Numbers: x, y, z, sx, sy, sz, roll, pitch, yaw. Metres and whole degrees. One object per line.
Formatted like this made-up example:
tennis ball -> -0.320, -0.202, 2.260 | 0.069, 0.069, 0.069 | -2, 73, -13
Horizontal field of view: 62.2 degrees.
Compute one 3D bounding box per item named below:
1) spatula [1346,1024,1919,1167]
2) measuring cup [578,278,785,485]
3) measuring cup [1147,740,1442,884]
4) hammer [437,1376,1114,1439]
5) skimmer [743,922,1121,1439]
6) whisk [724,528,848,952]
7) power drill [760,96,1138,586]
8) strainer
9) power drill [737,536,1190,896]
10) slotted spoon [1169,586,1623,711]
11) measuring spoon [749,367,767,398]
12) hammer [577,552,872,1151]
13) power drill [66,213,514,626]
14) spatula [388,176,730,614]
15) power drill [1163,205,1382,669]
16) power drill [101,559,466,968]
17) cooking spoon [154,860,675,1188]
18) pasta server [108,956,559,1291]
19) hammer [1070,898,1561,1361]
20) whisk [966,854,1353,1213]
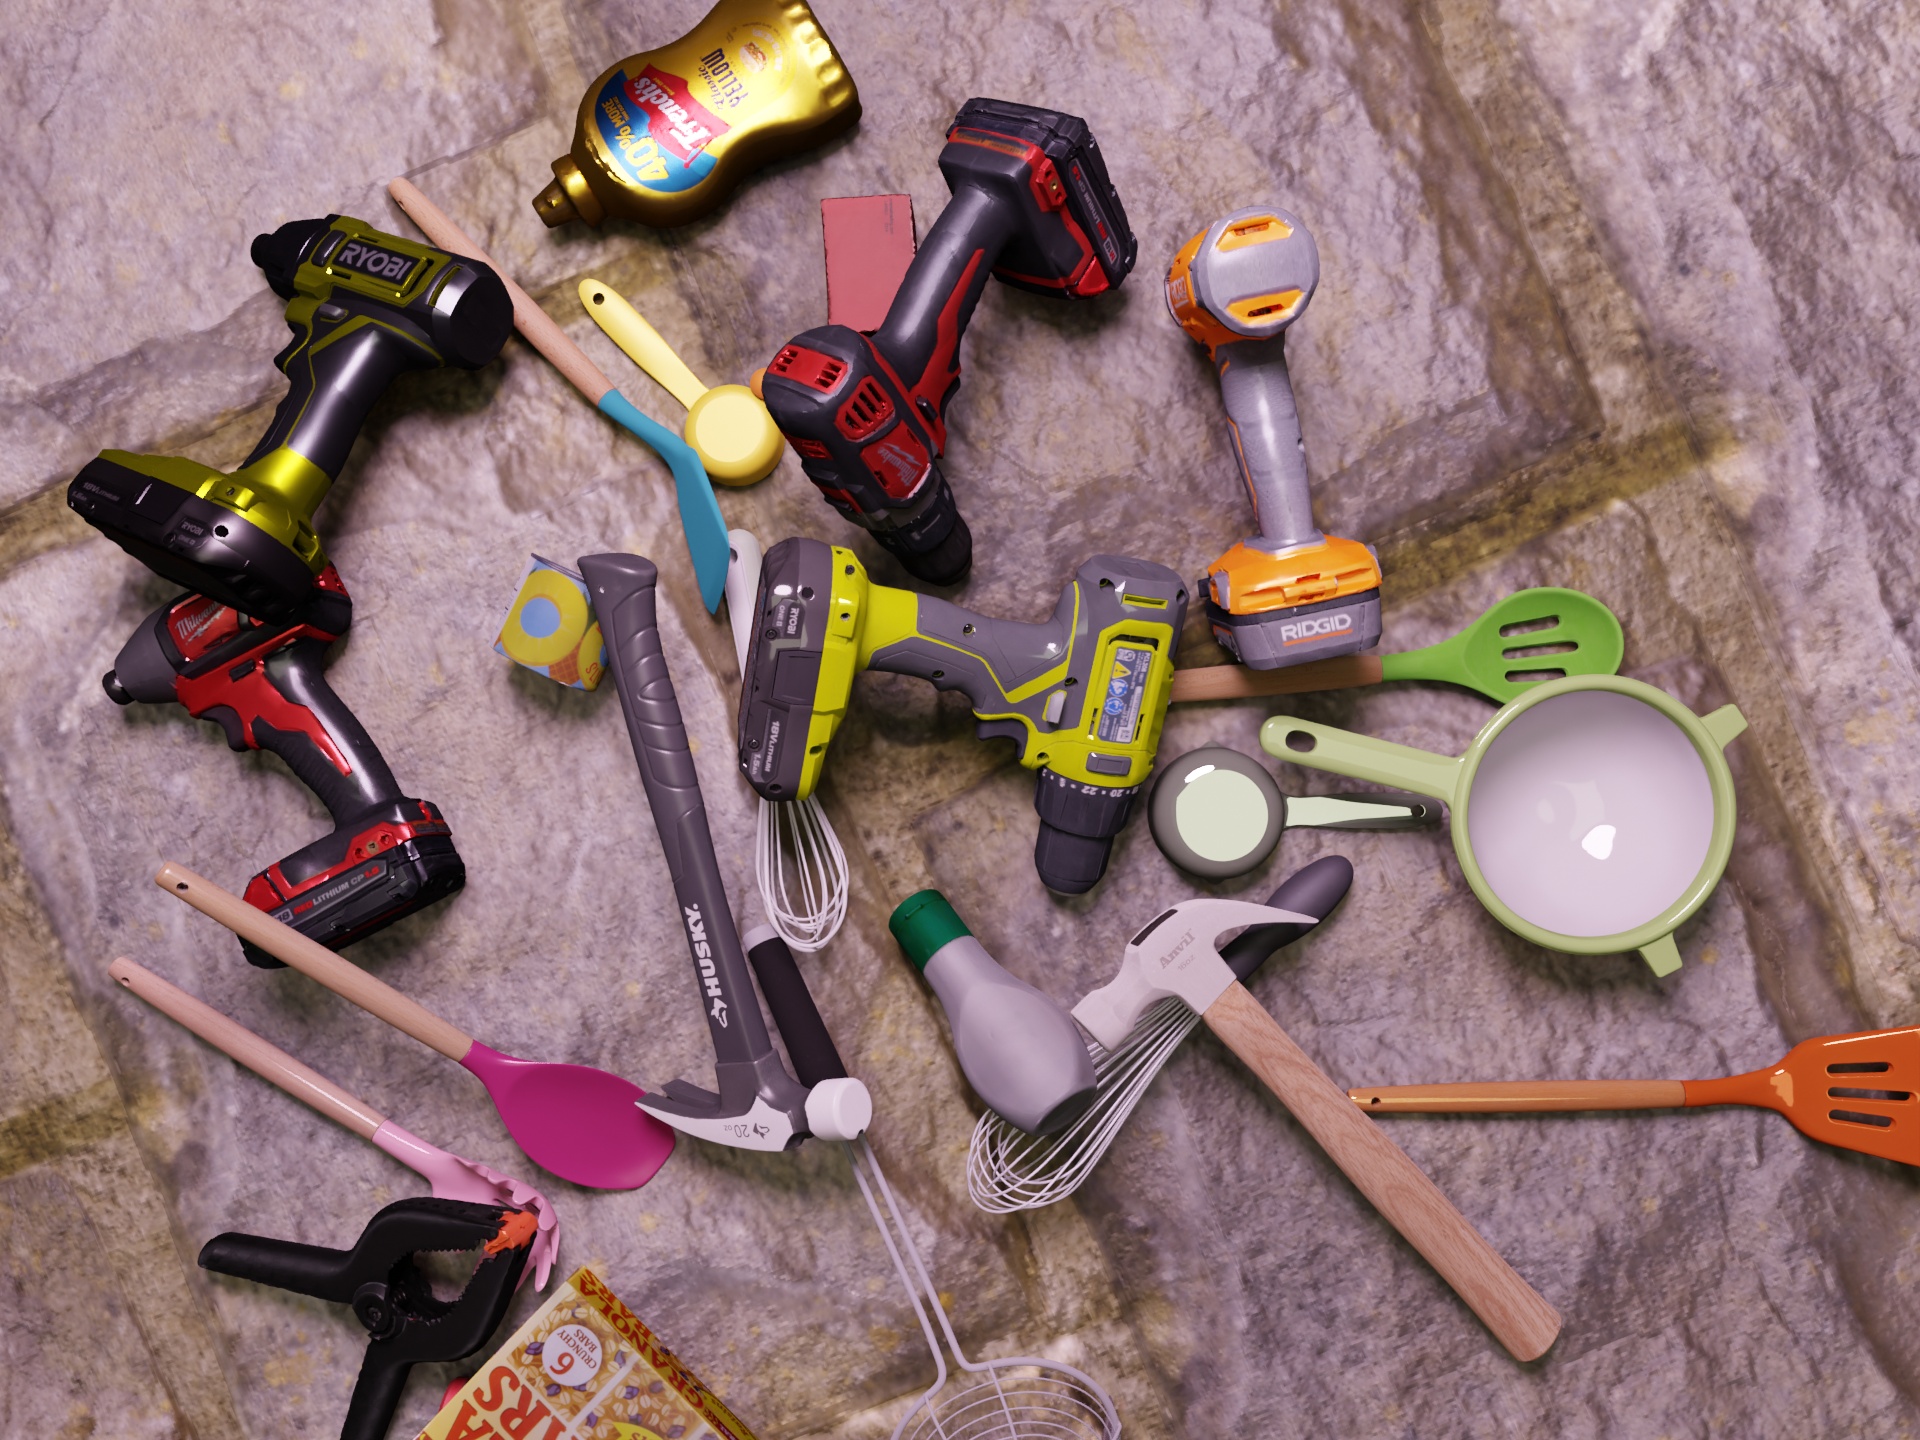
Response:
spatula -> 0.381, 0.211, 0.889 | 0.322, 0.041, 0.081 | -2, 90, 3
measuring cup -> -0.166, -0.200, 0.918 | 0.156, 0.029, 0.062 | 45, 91, 0
measuring cup -> 0.190, 0.052, 0.897 | 0.167, 0.038, 0.083 | -1, 89, 4
hammer -> -0.103, 0.417, 0.904 | 0.386, 0.038, 0.143 | 13, 88, 2
skimmer -> -0.033, 0.283, 0.888 | 0.127, 0.090, 0.363 | -28, 72, 1
whisk -> -0.106, 0.010, 0.907 | 0.058, 0.059, 0.246 | -16, 83, 36
power drill -> 0.002, -0.196, 0.860 | 0.080, 0.187, 0.227 | 25, 76, 33
strainer -> 0.288, 0.037, 0.880 | 0.256, 0.069, 0.151 | 14, 92, 3
power drill -> -0.001, -0.003, 0.859 | 0.228, 0.080, 0.190 | 7, 109, -12
slotted spoon -> 0.212, -0.029, 0.905 | 0.314, 0.031, 0.070 | -5, 89, 4
measuring spoon -> -0.063, -0.199, 0.912 | 0.117, 0.011, 0.021 | -7, 68, -10
hammer -> -0.151, 0.071, 0.864 | 0.146, 0.035, 0.335 | -13, 94, 35
power drill -> -0.372, -0.176, 0.875 | 0.171, 0.080, 0.223 | 21, 71, 21
spatula -> -0.228, -0.198, 0.911 | 0.317, 0.082, 0.044 | 45, 63, 7
power drill -> 0.160, -0.153, 0.857 | 0.084, 0.164, 0.226 | -12, 101, 2
power drill -> -0.387, 0.022, 0.903 | 0.143, 0.078, 0.220 | -27, 86, 1
cooking spoon -> -0.293, 0.168, 0.873 | 0.318, 0.017, 0.069 | 38, 92, -20
pasta server -> -0.361, 0.225, 0.916 | 0.316, 0.040, 0.060 | 31, 108, 3
hammer -> 0.216, 0.227, 0.872 | 0.130, 0.031, 0.331 | -45, 98, -8
whisk -> 0.113, 0.173, 0.895 | 0.284, 0.070, 0.070 | -41, 88, -4
